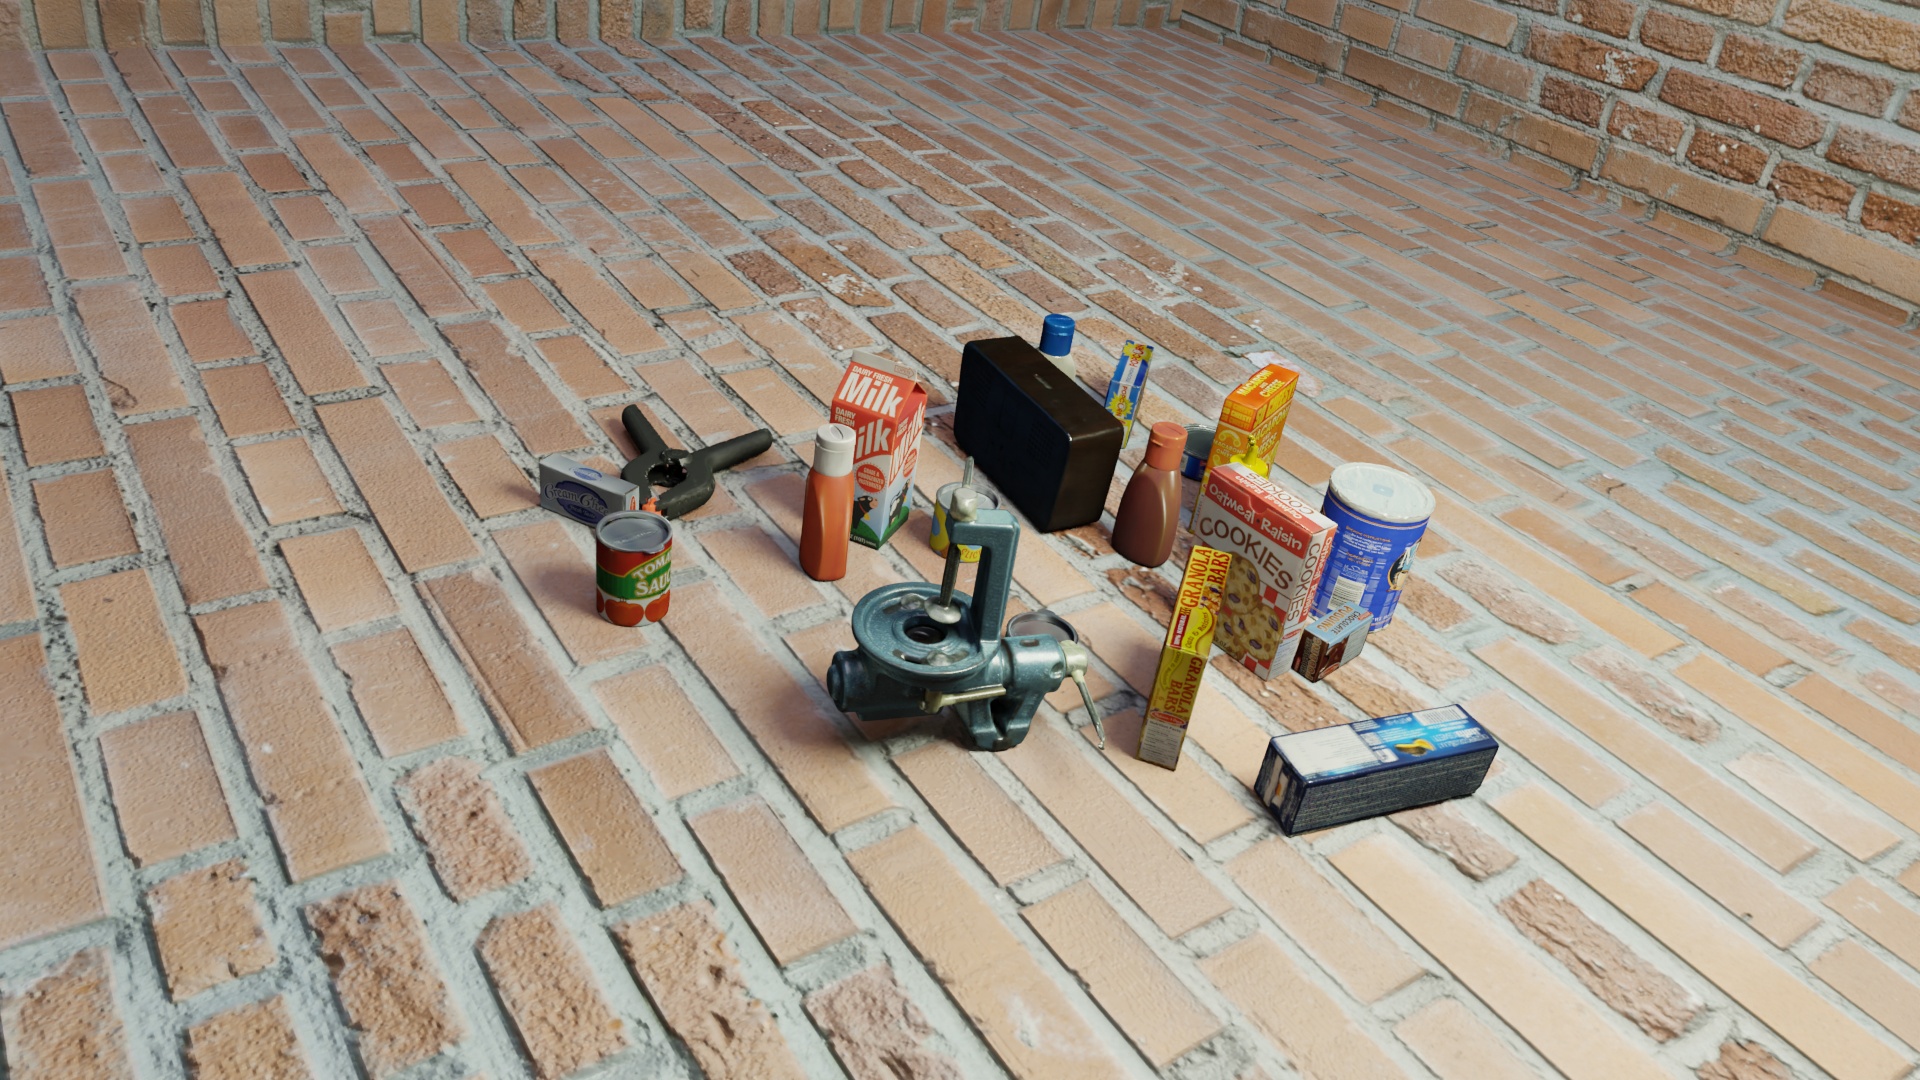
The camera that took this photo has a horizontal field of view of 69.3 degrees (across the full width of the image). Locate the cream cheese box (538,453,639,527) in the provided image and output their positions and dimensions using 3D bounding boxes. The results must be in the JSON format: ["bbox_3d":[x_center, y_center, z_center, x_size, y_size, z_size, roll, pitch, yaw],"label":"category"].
[{"bbox_3d":[-0.361,-0.043,1.349,0.104,0.053,0.024,21,34,17],"label":"cream cheese box"}]

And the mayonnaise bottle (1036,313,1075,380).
[{"bbox_3d":[0.103,-0.188,1.604,0.065,0.147,0.041,0,33,-14],"label":"mayonnaise bottle"}]

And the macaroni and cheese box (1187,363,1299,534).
[{"bbox_3d":[0.304,-0.094,1.494,0.040,0.165,0.124,25,36,24],"label":"macaroni and cheese box"}]

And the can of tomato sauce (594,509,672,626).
[{"bbox_3d":[-0.289,0.026,1.233,0.071,0.082,0.071,7,32,-4],"label":"can of tomato sauce"}]

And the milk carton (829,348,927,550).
[{"bbox_3d":[-0.085,-0.095,1.372,0.072,0.189,0.074,19,34,15],"label":"milk carton"}]

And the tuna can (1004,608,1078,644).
[{"bbox_3d":[0.072,0.095,1.264,0.071,0.032,0.071,7,32,-4],"label":"tuna can"}]

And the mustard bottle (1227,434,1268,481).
[{"bbox_3d":[0.280,-0.034,1.400,0.049,0.159,0.065,1,33,-12],"label":"mustard bottle"}]

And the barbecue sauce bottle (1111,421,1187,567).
[{"bbox_3d":[0.196,-0.048,1.411,0.065,0.147,0.044,32,38,31],"label":"barbecue sauce bottle"}]

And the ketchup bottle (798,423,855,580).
[{"bbox_3d":[-0.125,-0.038,1.312,0.043,0.148,0.065,-6,35,-22],"label":"ketchup bottle"}]

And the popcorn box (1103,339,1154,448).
[{"bbox_3d":[0.199,-0.177,1.670,0.038,0.084,0.127,14,33,8],"label":"popcorn box"}]

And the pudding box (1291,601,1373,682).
[{"bbox_3d":[0.354,0.096,1.320,0.084,0.049,0.030,-22,44,-40],"label":"pudding box"}]

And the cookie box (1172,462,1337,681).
[{"bbox_3d":[0.270,0.028,1.293,0.040,0.166,0.123,-18,41,-36],"label":"cookie box"}]

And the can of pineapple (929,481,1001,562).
[{"bbox_3d":[0.005,-0.018,1.399,0.071,0.057,0.071,7,32,-4],"label":"can of pineapple"}]

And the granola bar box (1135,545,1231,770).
[{"bbox_3d":[0.194,0.098,1.205,0.039,0.123,0.166,15,33,9],"label":"granola bar box"}]
